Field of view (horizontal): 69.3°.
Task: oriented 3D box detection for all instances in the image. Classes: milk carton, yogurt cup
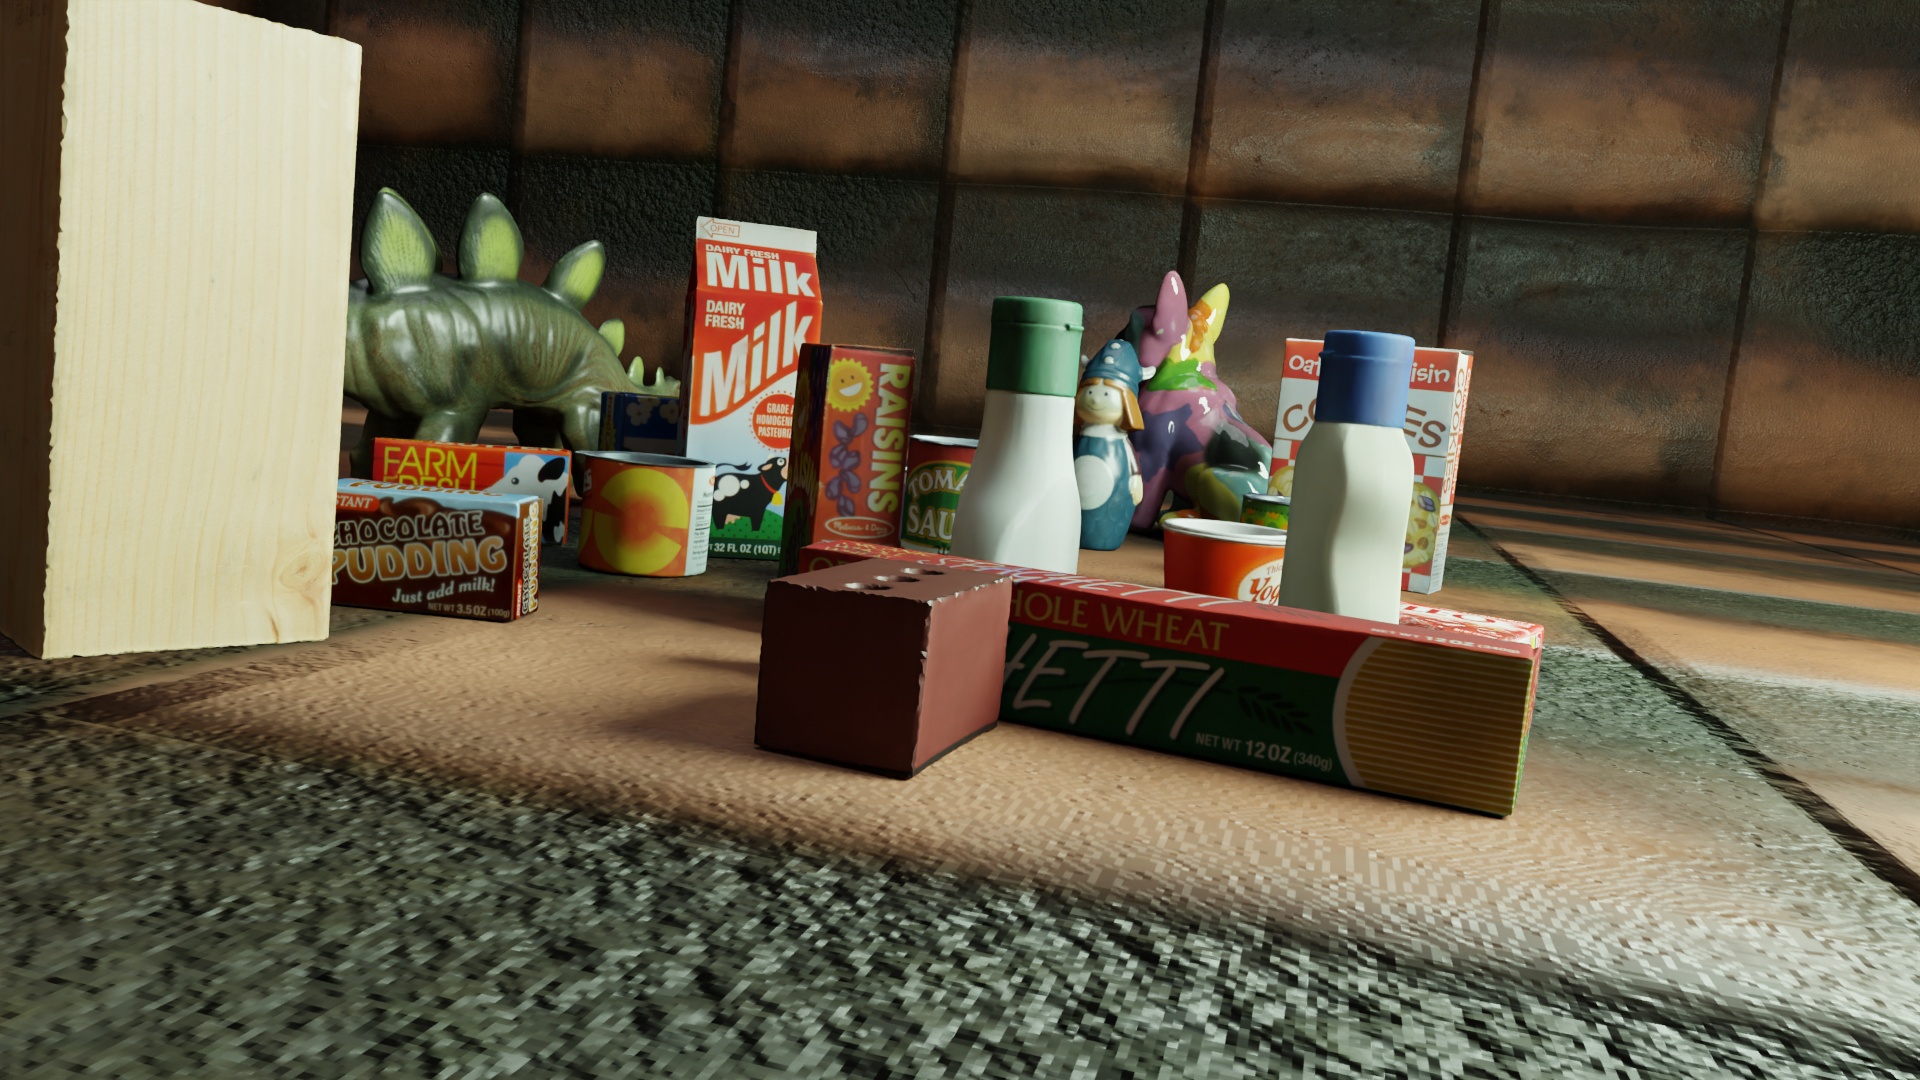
[{"bbox_3d":[-0.125,-0.088,0.807,0.072,0.190,0.073,4,6,-17],"label":"milk carton"},{"bbox_3d":[0.133,0.019,0.696,0.072,0.054,0.072,6,6,-1],"label":"yogurt cup"}]

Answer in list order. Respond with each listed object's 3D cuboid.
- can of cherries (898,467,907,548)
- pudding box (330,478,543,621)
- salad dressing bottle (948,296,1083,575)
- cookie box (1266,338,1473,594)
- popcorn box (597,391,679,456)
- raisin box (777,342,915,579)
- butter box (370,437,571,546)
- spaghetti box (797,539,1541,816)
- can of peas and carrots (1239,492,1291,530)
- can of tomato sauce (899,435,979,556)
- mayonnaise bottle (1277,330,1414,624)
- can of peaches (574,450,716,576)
[{"bbox_3d":[-0.004,-0.011,0.827,0.071,0.058,0.071,6,6,-1],"label":"can of cherries"},{"bbox_3d":[-0.213,0.003,0.557,0.084,0.049,0.030,6,6,1],"label":"pudding box"},{"bbox_3d":[0.025,-0.023,0.564,0.044,0.147,0.064,10,7,35],"label":"salad dressing bottle"},{"bbox_3d":[0.284,-0.055,0.978,0.123,0.167,0.040,9,7,32],"label":"cookie box"},{"bbox_3d":[-0.169,-0.049,0.896,0.127,0.085,0.038,1,8,-38],"label":"popcorn box"},{"bbox_3d":[-0.051,-0.024,0.606,0.040,0.123,0.086,4,6,-15],"label":"raisin box"},{"bbox_3d":[-0.266,-0.027,0.756,0.104,0.053,0.024,4,6,-18],"label":"butter box"},{"bbox_3d":[0.056,0.040,0.463,0.250,0.050,0.029,8,7,22],"label":"spaghetti box"},{"bbox_3d":[0.209,0.002,0.893,0.071,0.058,0.071,6,6,-1],"label":"can of peas and carrots"},{"bbox_3d":[0.003,-0.009,0.701,0.071,0.083,0.071,6,6,-1],"label":"can of tomato sauce"},{"bbox_3d":[0.161,-0.012,0.577,0.041,0.148,0.065,5,6,-11],"label":"mayonnaise bottle"},{"bbox_3d":[-0.164,-0.014,0.716,0.071,0.058,0.071,6,6,-1],"label":"can of peaches"}]
